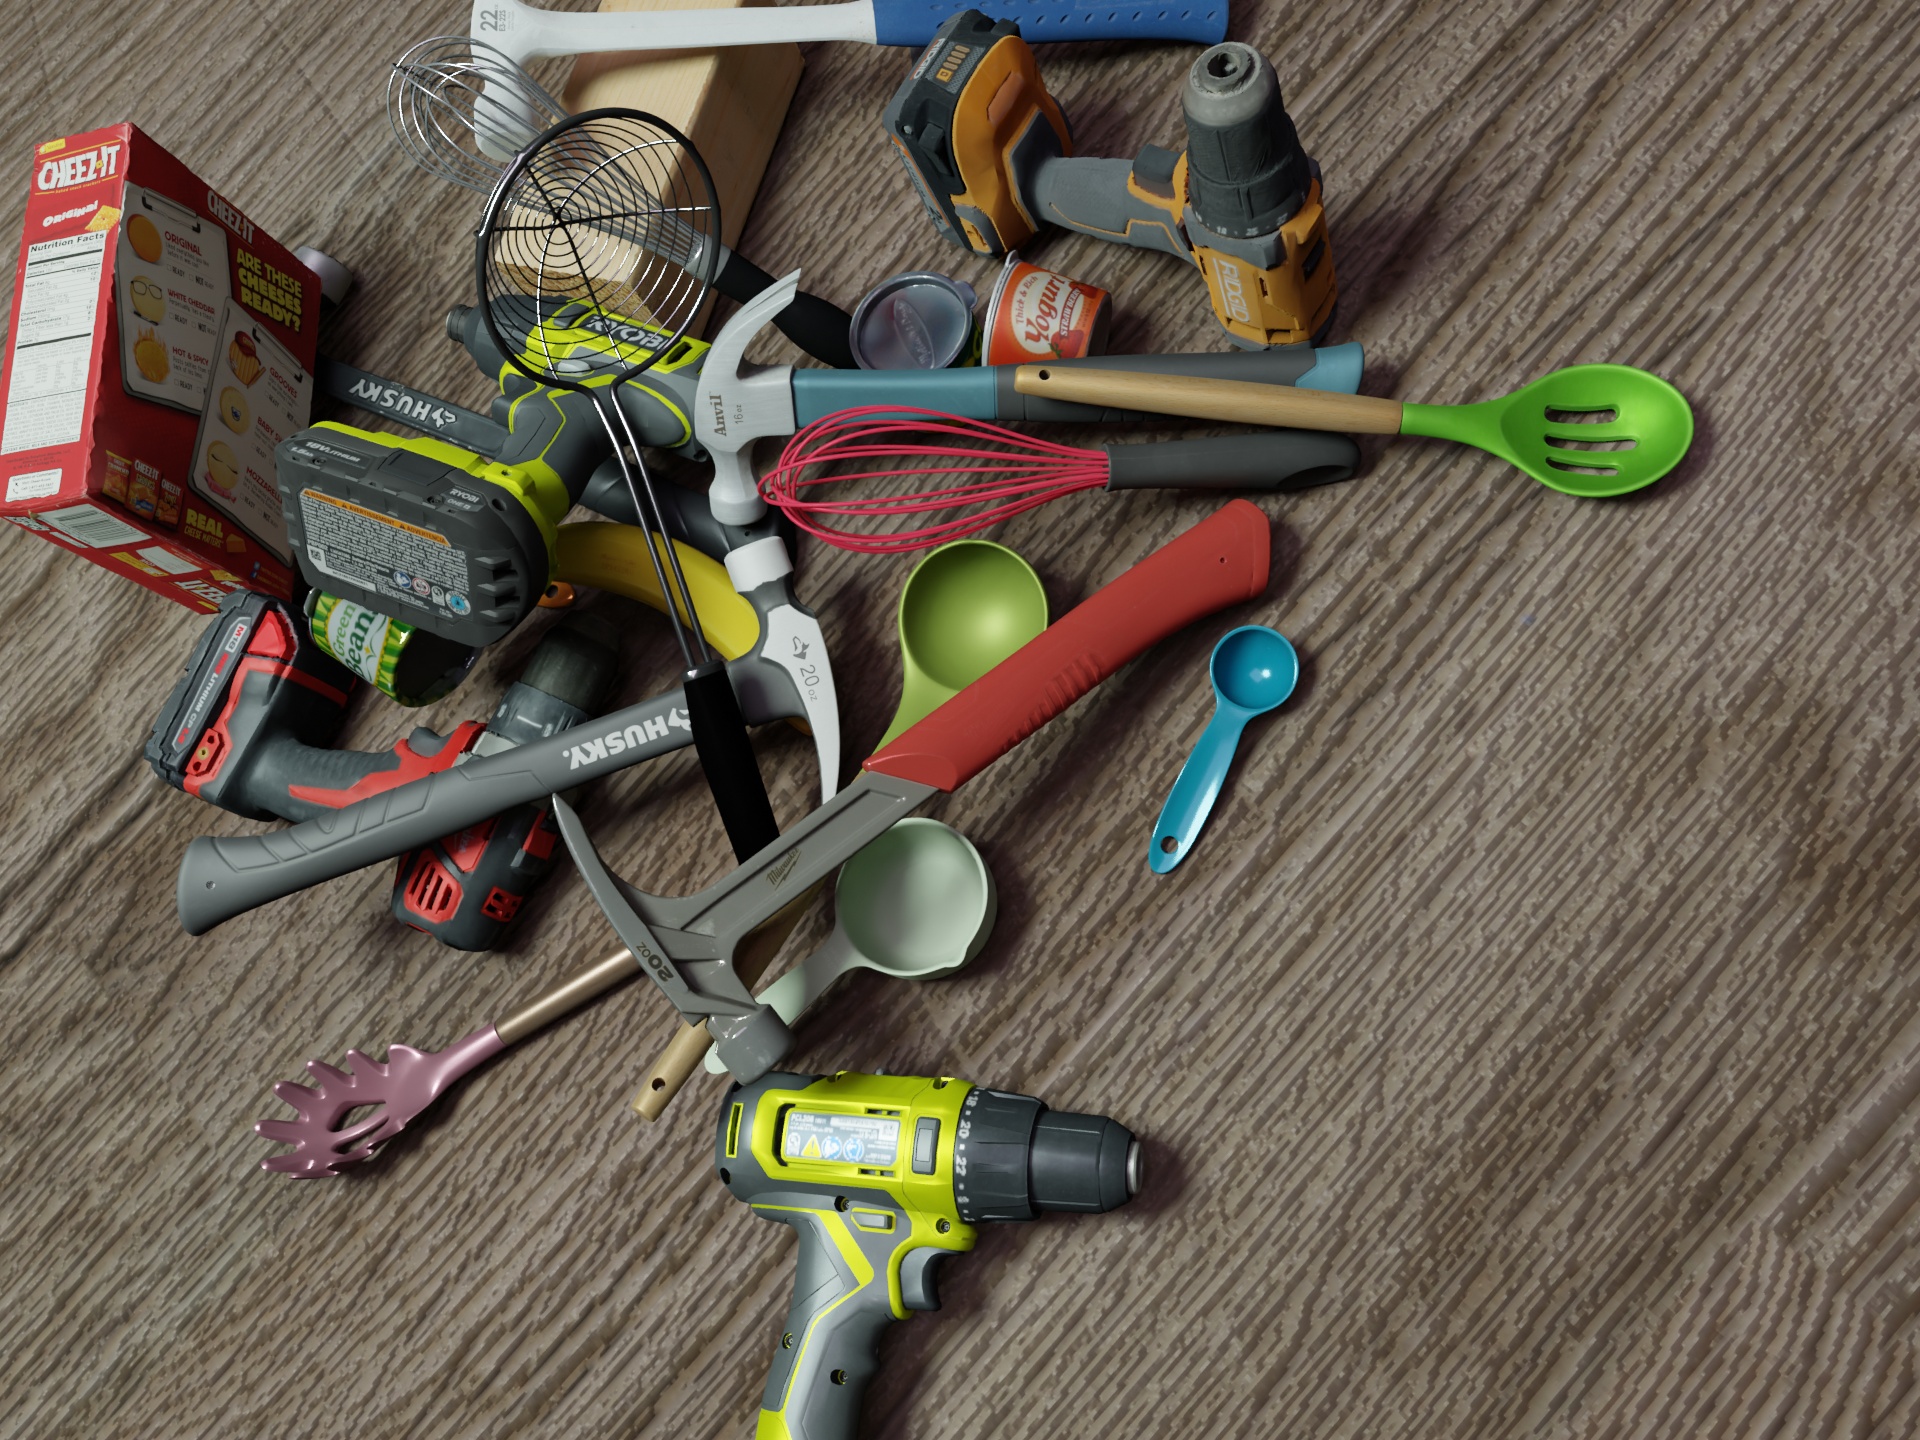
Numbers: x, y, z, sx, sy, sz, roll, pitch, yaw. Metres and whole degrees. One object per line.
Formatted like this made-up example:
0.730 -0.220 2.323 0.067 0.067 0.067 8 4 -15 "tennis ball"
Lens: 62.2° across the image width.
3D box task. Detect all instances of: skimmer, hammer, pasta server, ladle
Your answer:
-0.123 -0.084 0.726 0.090 0.127 0.363 -11 98 49 "skimmer"
0.032 -0.163 0.793 0.331 0.128 0.033 -1 38 2 "hammer"
-0.268 -0.157 0.922 0.409 0.036 0.149 23 82 21 "hammer"
-0.058 -0.384 0.861 0.405 0.035 0.144 -5 79 -4 "hammer"
-0.218 0.034 0.781 0.335 0.035 0.146 -21 93 -5 "hammer"
-0.214 0.143 0.809 0.316 0.040 0.060 -31 56 4 "pasta server"
-0.056 0.044 0.741 0.078 0.062 0.320 28 65 14 "ladle"
-0.001 -0.002 0.728 0.359 0.036 0.149 -36 89 -17 "hammer"

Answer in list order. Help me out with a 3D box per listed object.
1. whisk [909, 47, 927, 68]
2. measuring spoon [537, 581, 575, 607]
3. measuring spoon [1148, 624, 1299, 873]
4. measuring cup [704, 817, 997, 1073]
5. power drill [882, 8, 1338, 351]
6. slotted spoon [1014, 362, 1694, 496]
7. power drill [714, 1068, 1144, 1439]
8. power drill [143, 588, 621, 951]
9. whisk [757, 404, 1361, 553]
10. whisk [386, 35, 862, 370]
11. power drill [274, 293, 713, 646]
-0.023 -0.415 0.926 0.055 0.055 0.239 -14 73 12 "whisk"
-0.270 -0.086 0.911 0.117 0.011 0.021 18 79 21 "measuring spoon"
0.122 0.015 0.765 0.042 0.021 0.128 26 91 7 "measuring spoon"
-0.053 0.117 0.771 0.167 0.038 0.083 -40 67 3 "measuring cup"
0.074 -0.276 0.779 0.226 0.185 0.084 28 81 25 "power drill"
0.182 -0.148 0.754 0.314 0.031 0.070 6 72 3 "slotted spoon"
-0.022 0.269 0.692 0.190 0.080 0.229 1 71 17 "power drill"
-0.303 0.001 0.861 0.227 0.080 0.188 21 80 18 "power drill"
0.050 -0.121 0.767 0.296 0.073 0.073 -4 71 -7 "whisk"
-0.159 -0.257 0.824 0.070 0.284 0.070 -43 32 36 "whisk"
-0.232 -0.144 0.808 0.171 0.080 0.223 19 42 10 "power drill"
